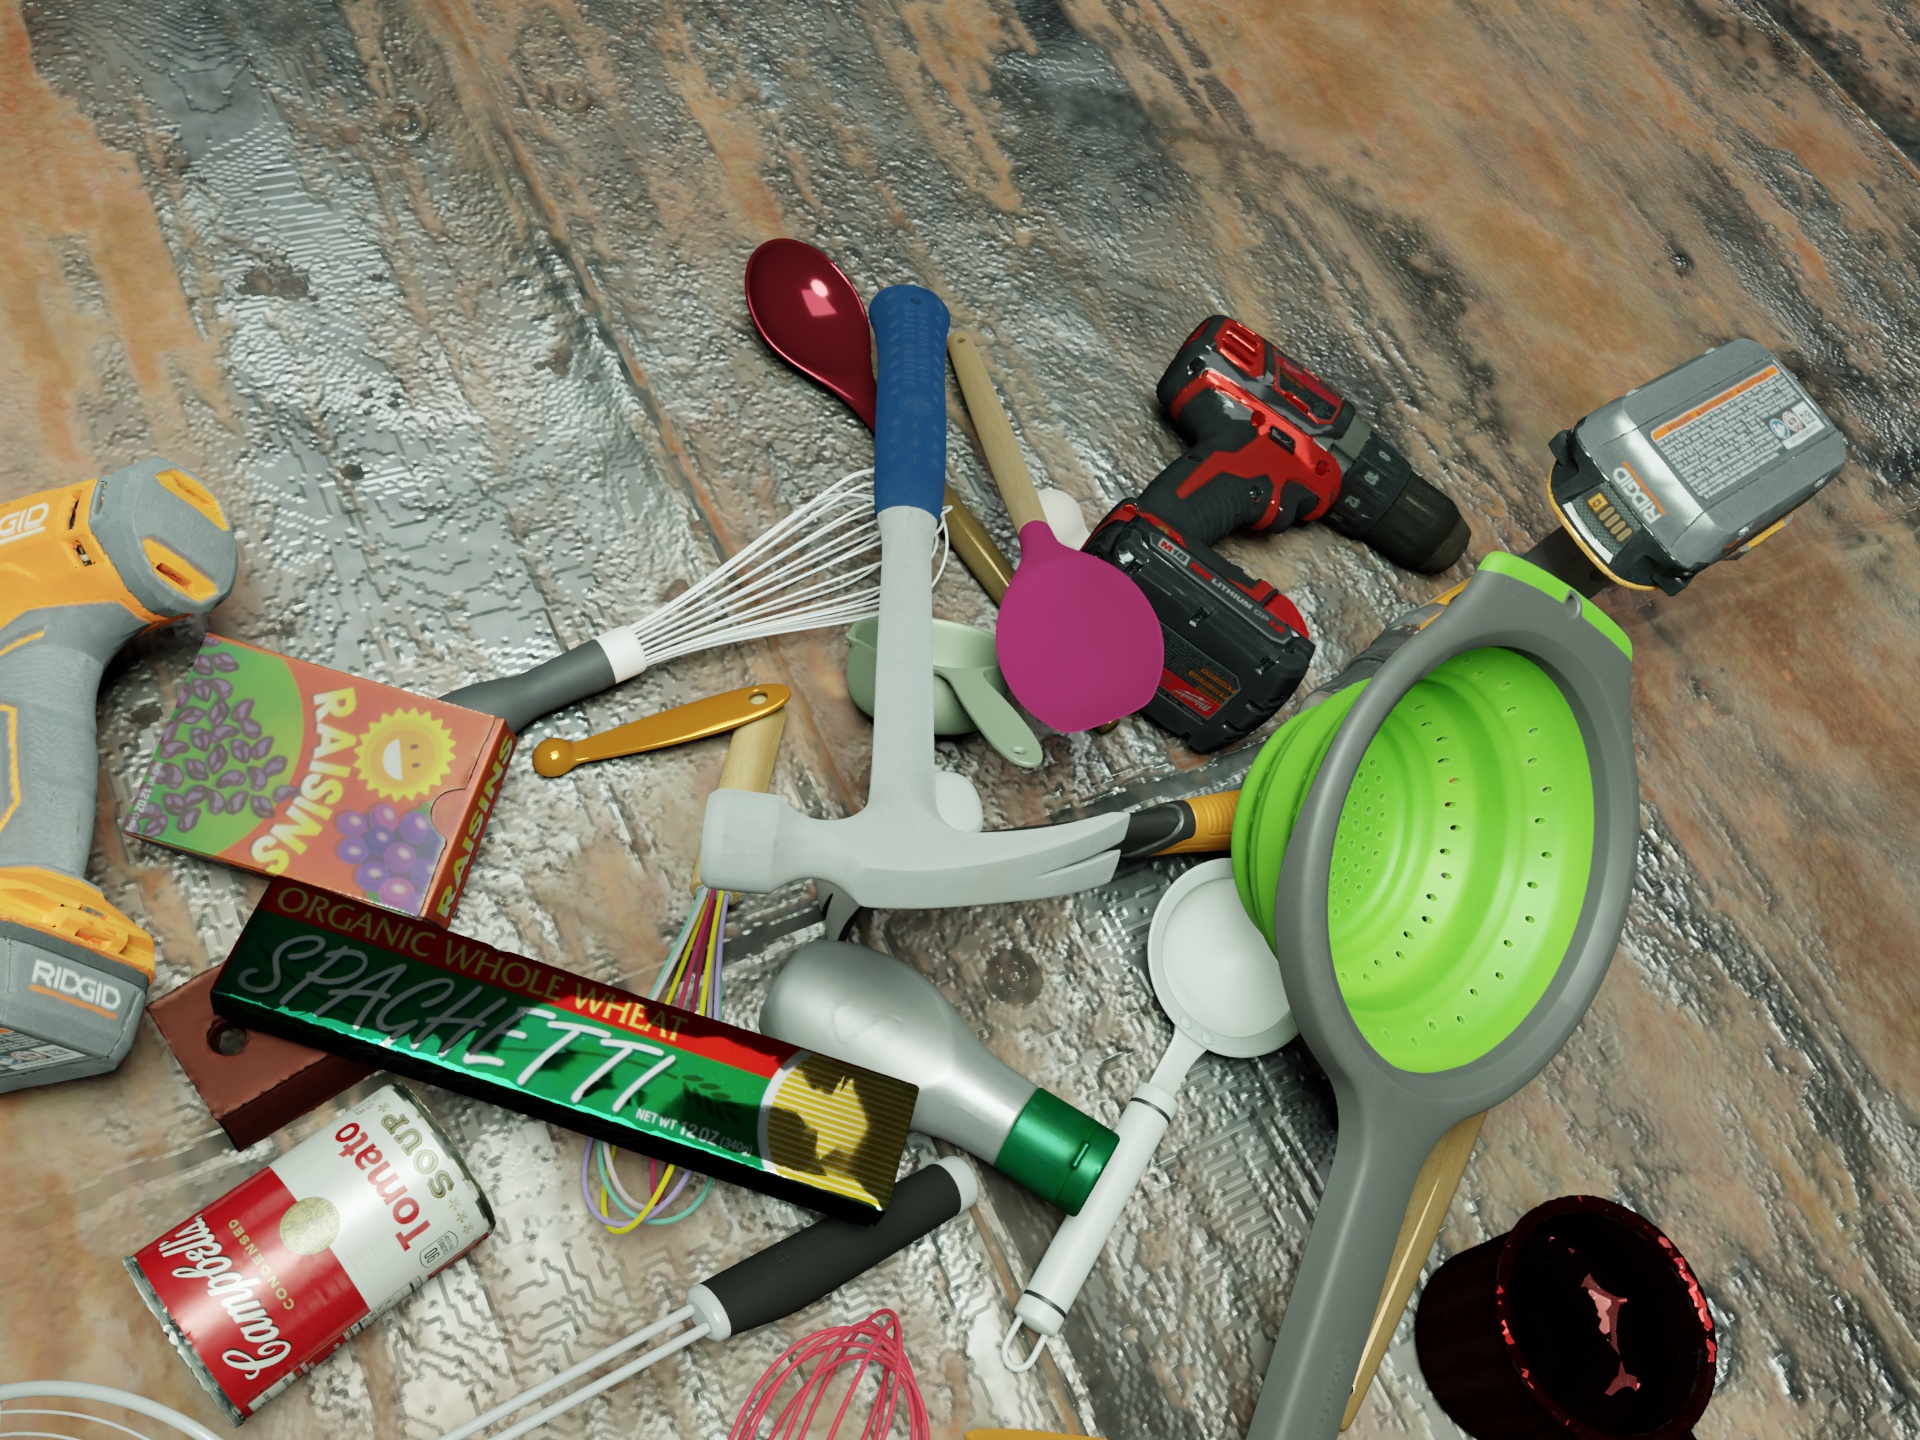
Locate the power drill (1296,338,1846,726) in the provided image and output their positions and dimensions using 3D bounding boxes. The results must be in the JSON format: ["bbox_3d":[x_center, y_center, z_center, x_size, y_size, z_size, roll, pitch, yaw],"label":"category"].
[{"bbox_3d":[0.263,-0.061,0.732,0.185,0.226,0.084,-27,77,-29],"label":"power drill"}]

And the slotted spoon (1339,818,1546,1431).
[{"bbox_3d":[0.225,0.168,0.710,0.070,0.031,0.314,21,58,23],"label":"slotted spoon"}]

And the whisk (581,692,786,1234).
[{"bbox_3d":[-0.103,0.090,0.655,0.051,0.047,0.245,15,55,-6],"label":"whisk"}]

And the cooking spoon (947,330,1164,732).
[{"bbox_3d":[0.030,-0.103,0.751,0.069,0.017,0.319,-21,43,4],"label":"cooking spoon"}]

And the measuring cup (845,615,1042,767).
[{"bbox_3d":[-0.001,-0.002,0.687,0.083,0.038,0.168,2,22,-20],"label":"measuring cup"}]

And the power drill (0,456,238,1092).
[{"bbox_3d":[-0.362,0.019,0.584,0.164,0.084,0.227,-13,60,15],"label":"power drill"}]

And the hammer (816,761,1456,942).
[{"bbox_3d":[0.102,0.051,0.714,0.336,0.127,0.034,-4,65,-29],"label":"hammer"}]

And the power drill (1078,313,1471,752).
[{"bbox_3d":[0.159,-0.090,0.807,0.188,0.080,0.227,35,52,-4],"label":"power drill"}]

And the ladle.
[{"bbox_3d":[-0.015,-0.121,0.807,0.069,0.031,0.315,-25,73,-35],"label":"ladle"}]

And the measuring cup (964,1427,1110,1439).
[{"bbox_3d":[0.082,0.288,0.550,0.173,0.095,0.052,7,73,11],"label":"measuring cup"}]

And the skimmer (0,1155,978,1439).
[{"bbox_3d":[-0.131,0.201,0.514,0.363,0.090,0.127,-17,40,-38],"label":"skimmer"}]

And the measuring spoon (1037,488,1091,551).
[{"bbox_3d":[0.086,-0.082,0.817,0.124,0.018,0.034,34,58,4],"label":"measuring spoon"}]

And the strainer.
[{"bbox_3d":[0.083,0.155,0.672,0.087,0.050,0.258,39,63,-7],"label":"strainer"}]

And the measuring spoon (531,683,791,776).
[{"bbox_3d":[-0.131,0.001,0.699,0.117,0.011,0.021,-16,50,-9],"label":"measuring spoon"}]

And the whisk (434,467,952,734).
[{"bbox_3d":[-0.124,-0.043,0.717,0.284,0.070,0.070,-27,72,-22],"label":"whisk"}]

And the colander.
[{"bbox_3d":[0.153,0.128,0.646,0.204,0.094,0.397,23,83,-35],"label":"colander"}]

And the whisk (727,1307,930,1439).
[{"bbox_3d":[-0.078,0.336,0.514,0.073,0.073,0.296,23,63,-2],"label":"whisk"}]

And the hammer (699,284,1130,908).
[{"bbox_3d":[-0.017,-0.076,0.675,0.144,0.035,0.406,6,41,-6],"label":"hammer"}]
